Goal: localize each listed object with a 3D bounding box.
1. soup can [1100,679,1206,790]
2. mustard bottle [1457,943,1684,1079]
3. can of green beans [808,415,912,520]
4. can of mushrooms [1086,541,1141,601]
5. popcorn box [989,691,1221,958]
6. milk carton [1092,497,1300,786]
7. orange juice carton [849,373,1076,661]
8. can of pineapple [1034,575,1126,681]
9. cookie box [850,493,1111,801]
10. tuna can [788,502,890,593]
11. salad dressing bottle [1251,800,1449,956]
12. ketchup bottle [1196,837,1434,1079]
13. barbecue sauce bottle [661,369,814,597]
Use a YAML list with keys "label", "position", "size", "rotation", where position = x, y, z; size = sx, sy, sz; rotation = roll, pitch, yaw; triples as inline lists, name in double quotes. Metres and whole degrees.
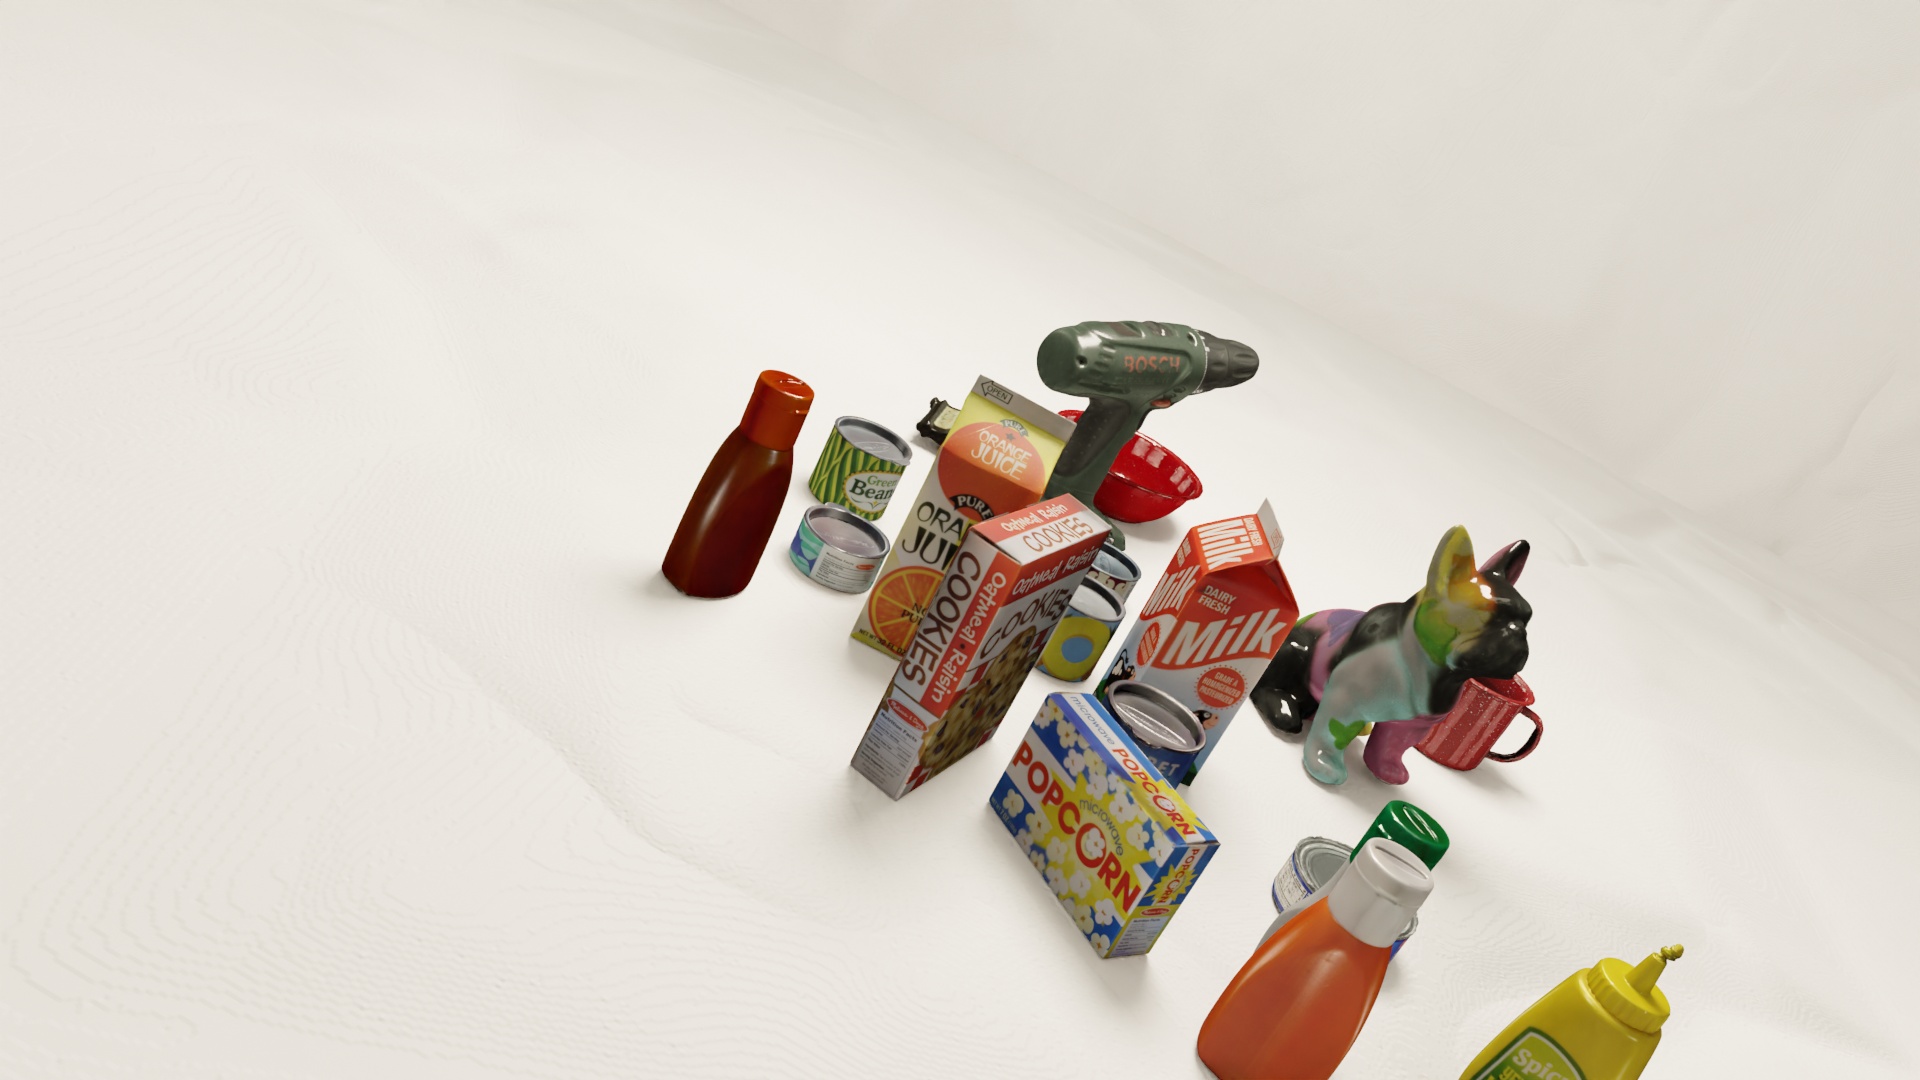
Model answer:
- label: "soup can"
  position: [0.099, 0.138, 0.841]
  size: [0.071, 0.083, 0.071]
  rotation: [23, 23, -10]
- label: "mustard bottle"
  position: [0.317, 0.263, 0.716]
  size: [0.049, 0.159, 0.065]
  rotation: [4, 32, -43]
- label: "can of green beans"
  position: [-0.079, -0.057, 1.090]
  size: [0.071, 0.057, 0.071]
  rotation: [23, 23, -10]
- label: "can of mushrooms"
  position: [0.111, 0.026, 1.152]
  size: [0.071, 0.033, 0.071]
  rotation: [23, 24, -10]
- label: "popcorn box"
  position: [0.076, 0.156, 0.777]
  size: [0.038, 0.085, 0.127]
  rotation: [7, 30, -40]
- label: "milk carton"
  position: [0.164, 0.063, 0.932]
  size: [0.073, 0.189, 0.072]
  rotation: [23, 23, -9]
- label: "orange juice carton"
  position: [0.003, -0.011, 0.913]
  size: [0.072, 0.191, 0.073]
  rotation: [27, 23, 0]
- label: "can of pineapple"
  position: [0.080, 0.062, 1.013]
  size: [0.071, 0.057, 0.071]
  rotation: [23, 23, -10]
- label: "cookie box"
  position: [0.013, 0.058, 0.810]
  size: [0.040, 0.166, 0.123]
  rotation: [35, 24, 19]
- label: "tuna can"
  position: [-0.087, 0.005, 0.987]
  size: [0.071, 0.032, 0.071]
  rotation: [23, 24, -10]
- label: "salad dressing bottle"
  position: [0.203, 0.204, 0.733]
  size: [0.044, 0.147, 0.064]
  rotation: [13, 26, -29]
- label: "ketchup bottle"
  position: [0.178, 0.214, 0.685]
  size: [0.065, 0.148, 0.044]
  rotation: [31, 23, 10]
- label: "barbecue sauce bottle"
  position: [-0.135, -0.035, 0.871]
  size: [0.044, 0.148, 0.065]
  rotation: [39, 26, 27]
